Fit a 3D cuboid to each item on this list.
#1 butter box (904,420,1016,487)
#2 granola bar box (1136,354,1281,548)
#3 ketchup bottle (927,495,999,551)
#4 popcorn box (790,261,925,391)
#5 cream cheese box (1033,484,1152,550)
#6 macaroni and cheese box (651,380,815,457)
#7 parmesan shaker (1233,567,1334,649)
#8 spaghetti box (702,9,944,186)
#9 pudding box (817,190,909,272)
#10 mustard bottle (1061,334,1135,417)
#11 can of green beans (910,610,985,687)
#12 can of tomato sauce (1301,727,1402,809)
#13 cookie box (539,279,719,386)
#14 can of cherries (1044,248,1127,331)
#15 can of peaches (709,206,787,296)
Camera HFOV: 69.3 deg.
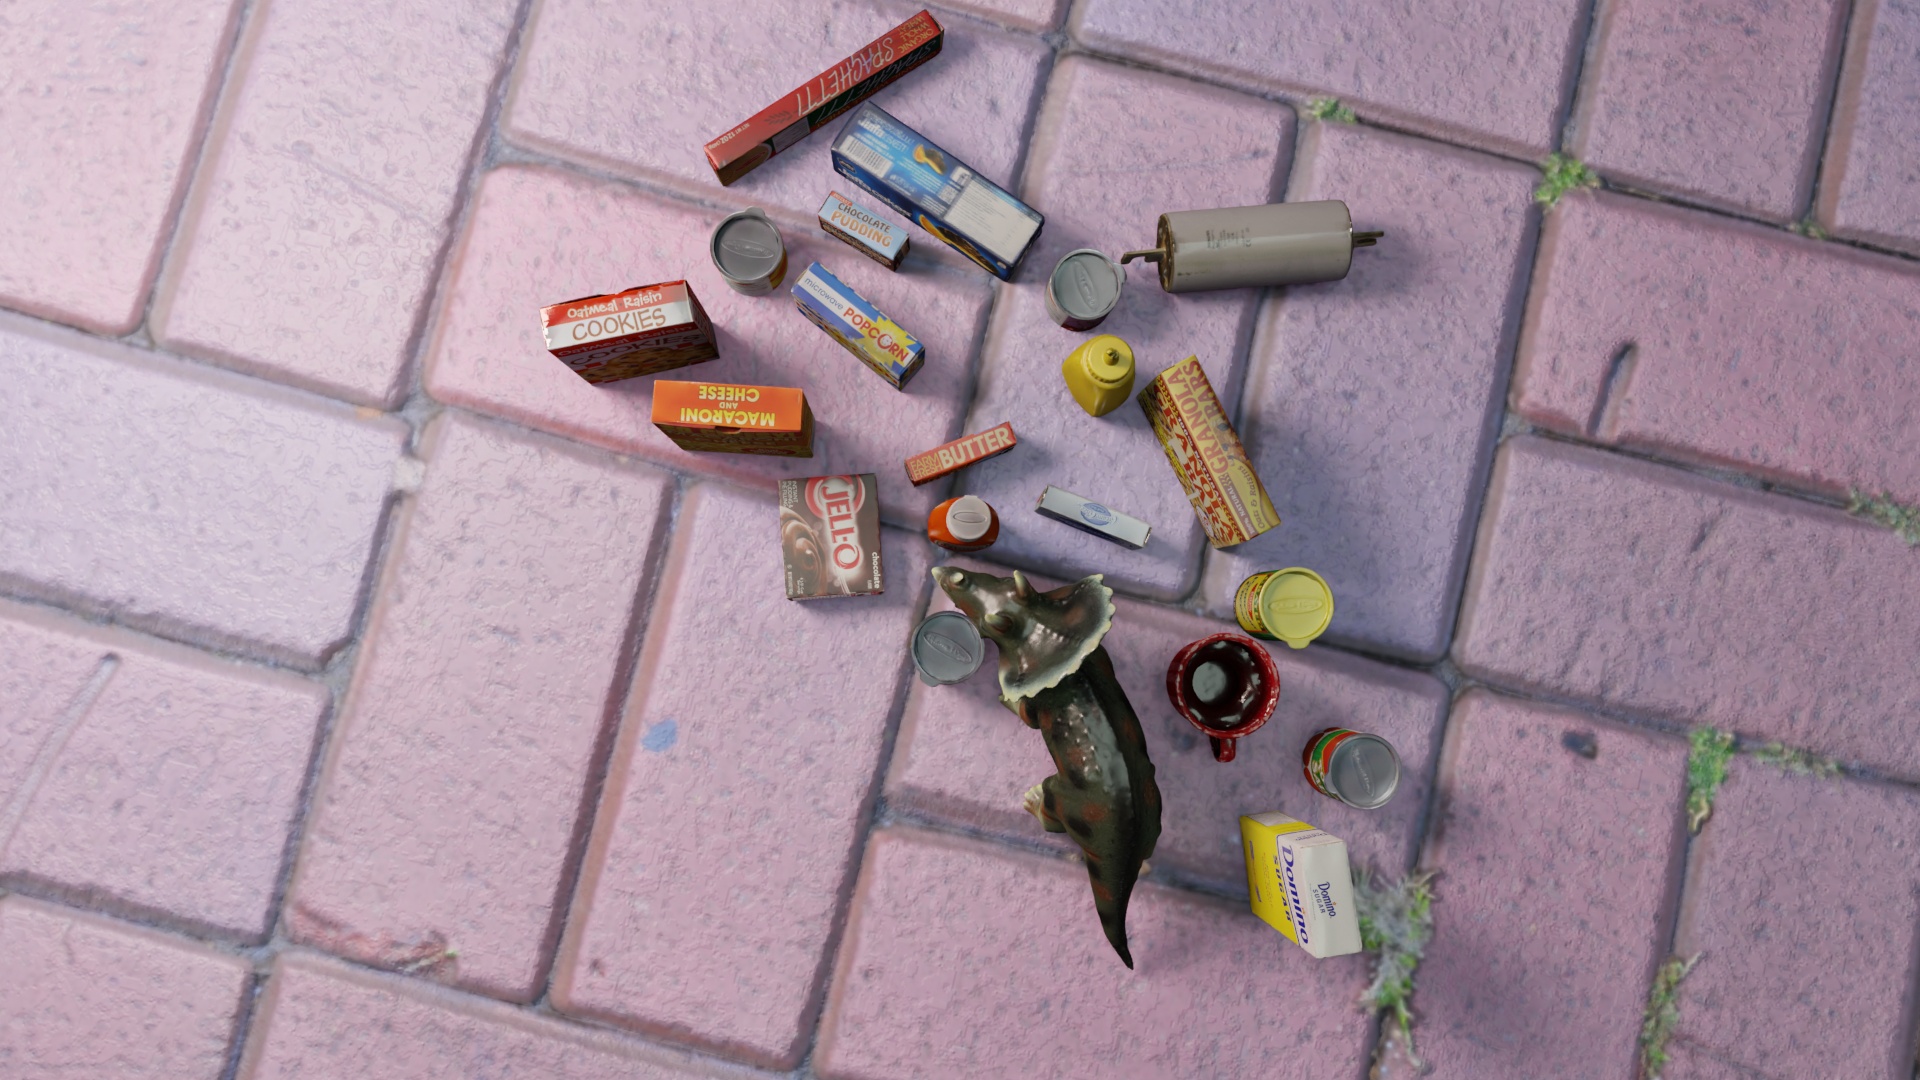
[{"bbox_3d":[0.000,-0.079,1.276,0.103,0.053,0.024,-21,87,-4],"label":"butter box"},{"bbox_3d":[0.220,-0.075,1.250,0.039,0.124,0.165,-27,88,-4],"label":"granola bar box"},{"bbox_3d":[0.004,-0.015,1.224,0.065,0.148,0.043,4,86,-2],"label":"ketchup bottle"},{"bbox_3d":[-0.092,-0.194,1.264,0.127,0.085,0.038,38,86,0],"label":"popcorn box"},{"bbox_3d":[0.121,-0.021,1.277,0.104,0.053,0.024,21,86,-1],"label":"cream cheese box"},{"bbox_3d":[-0.193,-0.103,1.212,0.124,0.166,0.040,3,86,-2],"label":"macaroni and cheese box"},{"bbox_3d":[0.289,0.062,1.254,0.071,0.103,0.071,0,86,-2],"label":"parmesan shaker"},{"bbox_3d":[-0.126,-0.413,1.297,0.250,0.050,0.028,-33,88,-5],"label":"spaghetti box"},{"bbox_3d":[-0.089,-0.287,1.289,0.084,0.049,0.030,31,86,0],"label":"pudding box"},{"bbox_3d":[0.127,-0.151,1.234,0.049,0.160,0.065,-34,88,-4],"label":"mustard bottle"},{"bbox_3d":[-0.012,0.097,1.260,0.071,0.058,0.071,0,86,-3],"label":"can of green beans"},{"bbox_3d":[0.351,0.205,1.256,0.071,0.083,0.071,0,86,-3],"label":"can of tomato sauce"},{"bbox_3d":[-0.284,-0.180,1.213,0.123,0.167,0.040,-12,87,-3],"label":"cookie box"},{"bbox_3d":[0.116,-0.232,1.290,0.071,0.058,0.071,0,86,-3],"label":"can of cherries"},{"bbox_3d":[-0.193,-0.265,1.279,0.071,0.058,0.071,0,86,-3],"label":"can of peaches"}]
